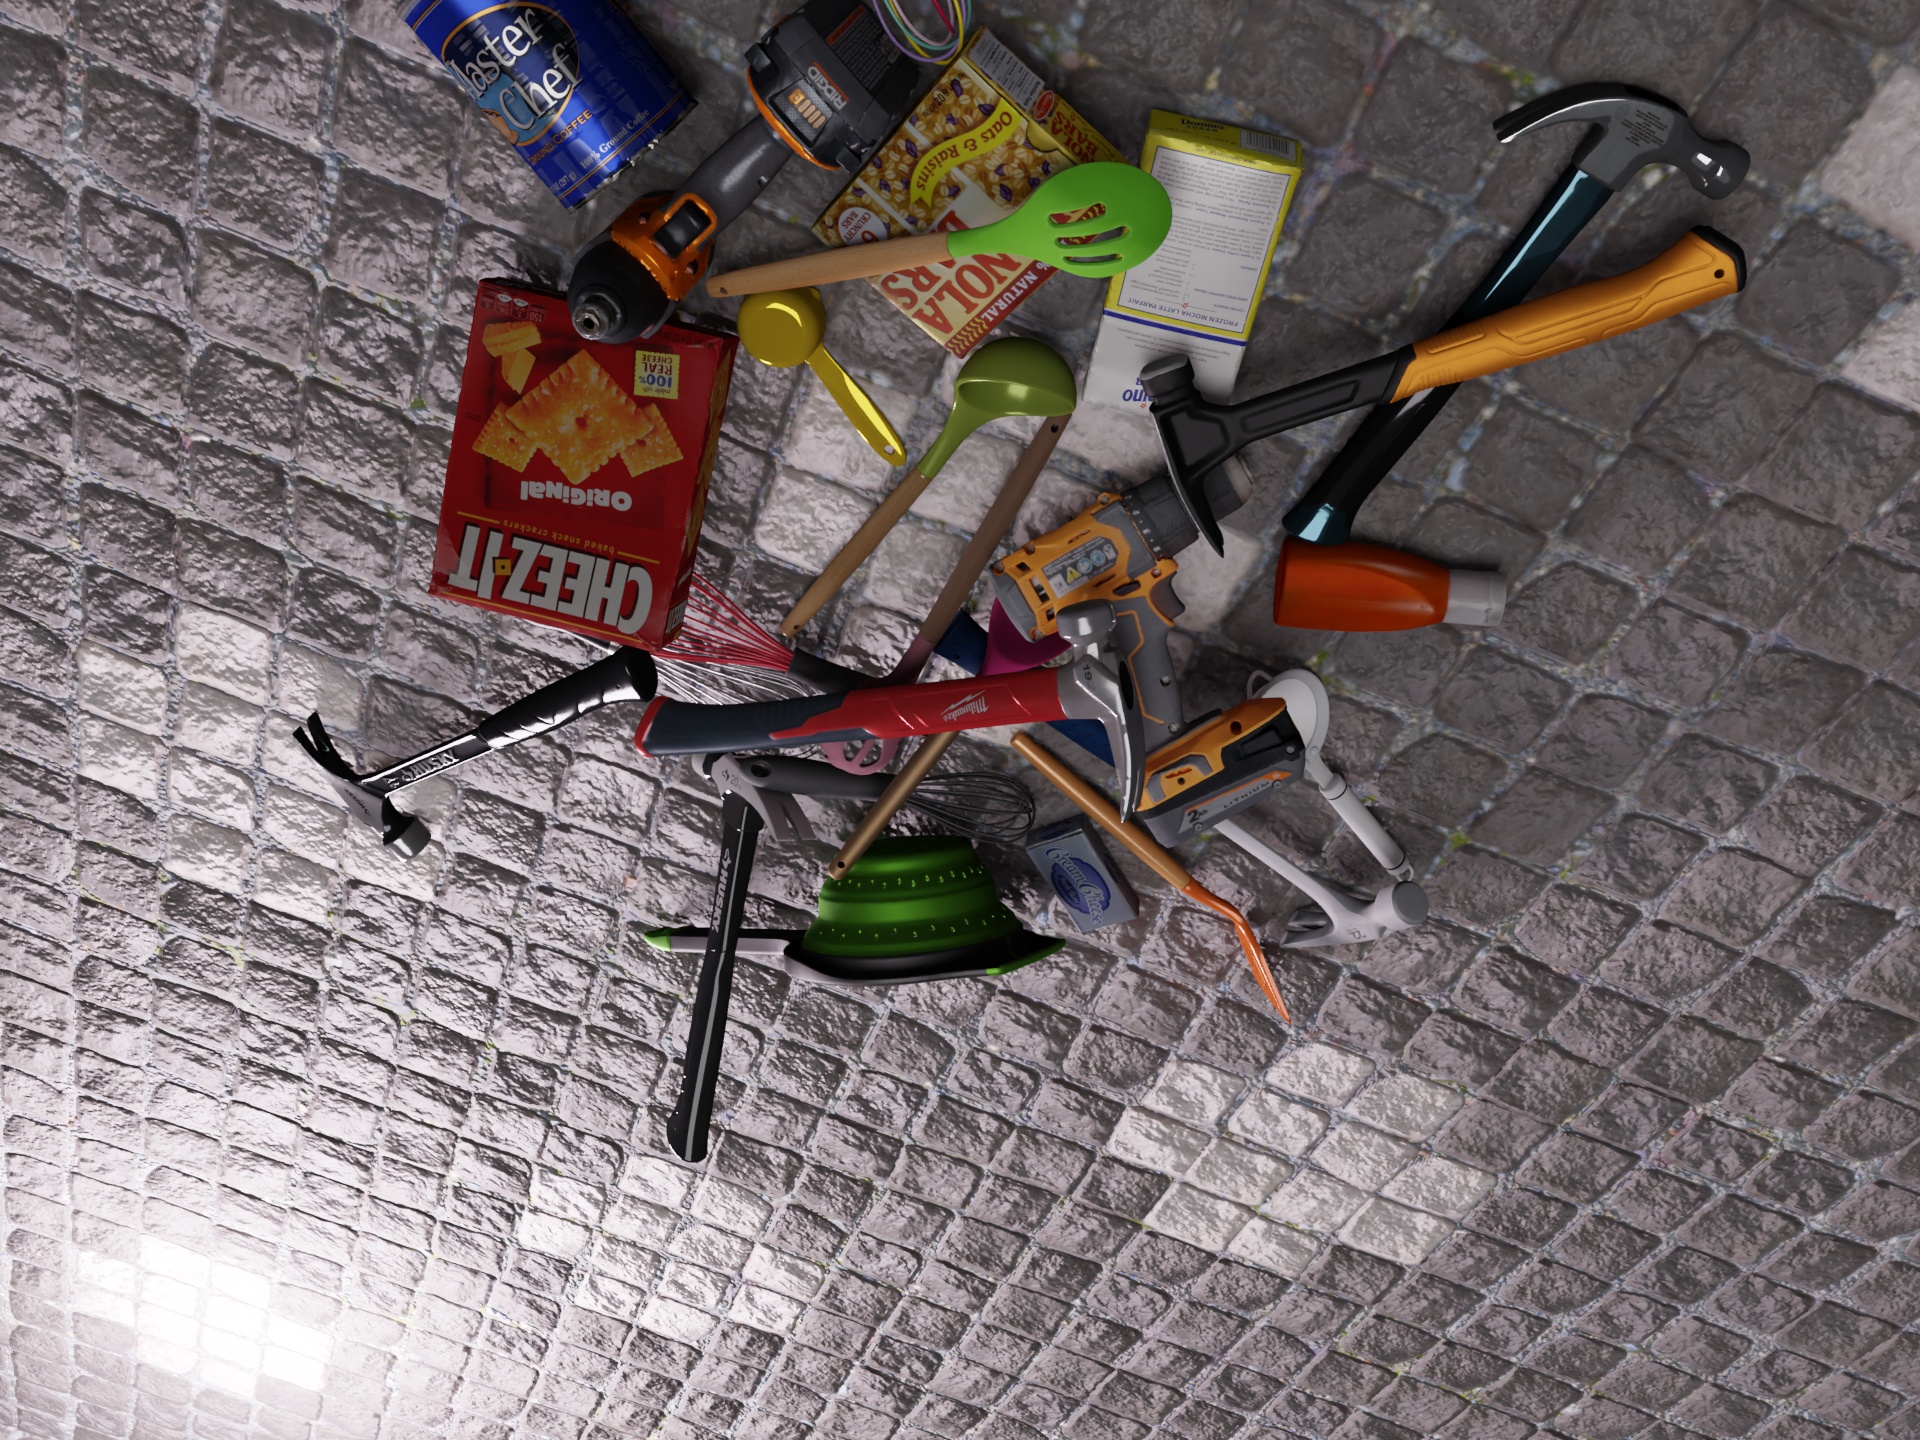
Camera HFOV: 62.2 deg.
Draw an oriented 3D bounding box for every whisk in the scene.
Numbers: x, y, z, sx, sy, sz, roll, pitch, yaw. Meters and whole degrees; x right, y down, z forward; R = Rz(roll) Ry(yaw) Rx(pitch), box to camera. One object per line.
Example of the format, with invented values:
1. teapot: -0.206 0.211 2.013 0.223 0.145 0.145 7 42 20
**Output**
1. whisk: -0.056 -0.471 0.849 0.051 0.047 0.244 -29 115 -1
2. whisk: -0.142 -0.051 1.163 0.295 0.073 0.073 23 128 -11
3. whisk: -0.226 -0.045 1.208 0.284 0.070 0.070 24 128 -1
4. whisk: -0.052 0.056 1.216 0.239 0.055 0.055 10 130 -16

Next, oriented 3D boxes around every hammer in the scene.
1. hammer: -0.375 0.011 1.241 0.409 0.036 0.149 -19 119 38
2. hammer: -0.188 0.194 1.255 0.035 0.146 0.334 1 107 -38
3. hammer: 0.152 0.050 1.194 0.405 0.035 0.144 35 152 -9
4. hammer: -0.061 0.010 1.099 0.386 0.038 0.143 -6 105 28
5. hammer: 0.283 -0.204 0.937 0.337 0.034 0.127 -17 113 18
6. hammer: 0.307 -0.232 0.966 0.128 0.033 0.331 27 128 -10

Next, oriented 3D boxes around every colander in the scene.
1. colander: -0.110 0.147 1.302 0.397 0.204 0.094 -3 93 33

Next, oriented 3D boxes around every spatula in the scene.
1. spatula: 0.155 0.120 1.259 0.322 0.081 0.041 40 96 -14

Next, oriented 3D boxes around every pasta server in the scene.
1. pasta server: -0.010 -0.083 1.109 0.060 0.040 0.316 25 112 -18

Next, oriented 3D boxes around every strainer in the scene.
1. strainer: 0.270 0.045 1.182 0.087 0.050 0.258 -50 119 -10

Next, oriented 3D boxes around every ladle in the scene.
1. ladle: -0.036 -0.145 1.089 0.078 0.062 0.320 12 139 -36

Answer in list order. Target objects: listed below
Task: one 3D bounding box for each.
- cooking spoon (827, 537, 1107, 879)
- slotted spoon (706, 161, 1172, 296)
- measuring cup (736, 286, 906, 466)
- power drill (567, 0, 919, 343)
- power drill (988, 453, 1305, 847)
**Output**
1. cooking spoon: -0.002 -0.004 1.143 0.068 0.017 0.319 37 108 -3
2. slotted spoon: -0.026 -0.275 0.938 0.314 0.031 0.070 1 140 31
3. measuring cup: -0.088 -0.223 1.054 0.062 0.029 0.156 -28 117 28
4. power drill: -0.137 -0.307 0.916 0.226 0.164 0.084 -34 113 29
5. power drill: 0.150 -0.053 1.063 0.185 0.084 0.226 -30 93 12
